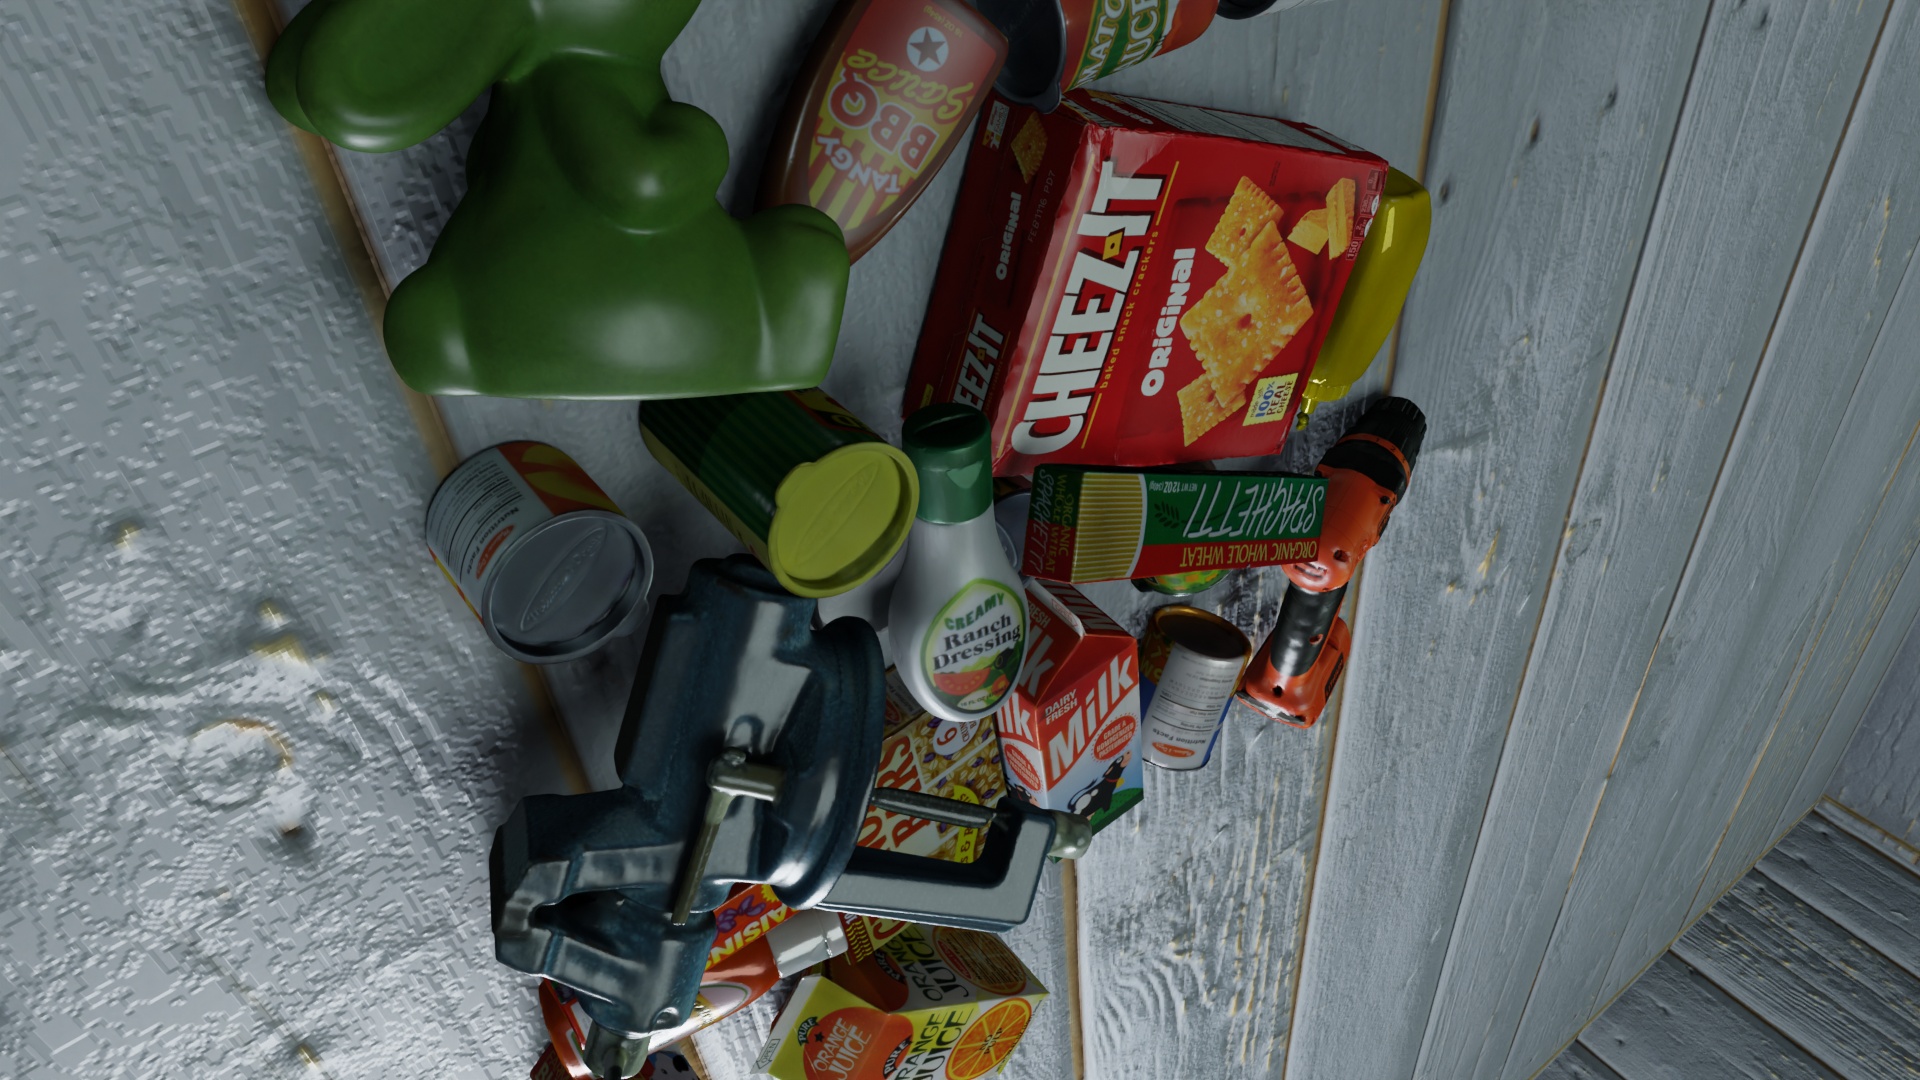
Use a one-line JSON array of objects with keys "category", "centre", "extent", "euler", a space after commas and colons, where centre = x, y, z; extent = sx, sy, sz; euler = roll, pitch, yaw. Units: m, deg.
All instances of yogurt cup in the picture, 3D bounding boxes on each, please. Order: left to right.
[{"category": "yogurt cup", "centre": [-0.053, 0.005, 0.629], "extent": [0.073, 0.054, 0.072], "euler": [-25, 135, -28]}]

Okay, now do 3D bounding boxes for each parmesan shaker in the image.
[{"category": "parmesan shaker", "centre": [-0.074, -0.033, 0.540], "extent": [0.071, 0.103, 0.071], "euler": [-26, 135, -28]}]

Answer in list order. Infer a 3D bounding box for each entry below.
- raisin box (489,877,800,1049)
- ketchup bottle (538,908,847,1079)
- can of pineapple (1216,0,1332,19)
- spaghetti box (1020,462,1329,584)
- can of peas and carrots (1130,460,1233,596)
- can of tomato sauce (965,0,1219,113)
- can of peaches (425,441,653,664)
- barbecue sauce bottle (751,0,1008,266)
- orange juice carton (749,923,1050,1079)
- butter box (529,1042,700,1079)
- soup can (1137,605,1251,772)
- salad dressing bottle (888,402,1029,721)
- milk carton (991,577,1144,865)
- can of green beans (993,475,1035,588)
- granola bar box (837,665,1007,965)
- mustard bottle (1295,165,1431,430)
[{"category": "raisin box", "centre": [-0.140, 0.162, 0.643], "extent": [0.124, 0.086, 0.039], "euler": [-28, 134, -25]}, {"category": "ketchup bottle", "centre": [-0.133, 0.220, 0.705], "extent": [0.149, 0.044, 0.064], "euler": [-21, 133, -14]}, {"category": "can of pineapple", "centre": [0.137, -0.262, 0.592], "extent": [0.058, 0.071, 0.070], "euler": [-23, 134, -31]}, {"category": "spaghetti box", "centre": [0.116, -0.011, 0.686], "extent": [0.250, 0.029, 0.050], "euler": [-2, 101, -51]}, {"category": "can of peas and carrots", "centre": [0.116, -0.010, 0.771], "extent": [0.071, 0.071, 0.058], "euler": [-44, 140, -7]}, {"category": "can of tomato sauce", "centre": [0.052, -0.214, 0.544], "extent": [0.083, 0.071, 0.070], "euler": [-29, 136, -25]}, {"category": "can of peaches", "centre": [-0.158, 0.005, 0.525], "extent": [0.071, 0.058, 0.070], "euler": [-26, 135, -29]}, {"category": "barbecue sauce bottle", "centre": [-0.045, -0.139, 0.523], "extent": [0.065, 0.044, 0.148], "euler": [29, 96, -26]}, {"category": "orange juice carton", "centre": [-0.041, 0.286, 0.847], "extent": [0.193, 0.073, 0.071], "euler": [13, 110, -48]}, {"category": "butter box", "centre": [-0.177, 0.297, 0.742], "extent": [0.024, 0.053, 0.103], "euler": [-53, 141, 1]}, {"category": "soup can", "centre": [0.138, 0.091, 0.875], "extent": [0.071, 0.071, 0.083], "euler": [-7, 124, -40]}, {"category": "salad dressing bottle", "centre": [-0.002, 0.012, 0.601], "extent": [0.064, 0.044, 0.146], "euler": [-19, 129, -19]}, {"category": "milk carton", "centre": [0.052, 0.089, 0.781], "extent": [0.074, 0.072, 0.189], "euler": [-31, 137, -22]}, {"category": "can of green beans", "centre": [0.004, -0.010, 0.669], "extent": [0.071, 0.058, 0.071], "euler": [-25, 135, -28]}, {"category": "granola bar box", "centre": [-0.035, 0.148, 0.771], "extent": [0.124, 0.039, 0.164], "euler": [-32, 137, -21]}, {"category": "mustard bottle", "centre": [0.210, -0.129, 0.773], "extent": [0.049, 0.065, 0.159], "euler": [-18, 137, -27]}]
